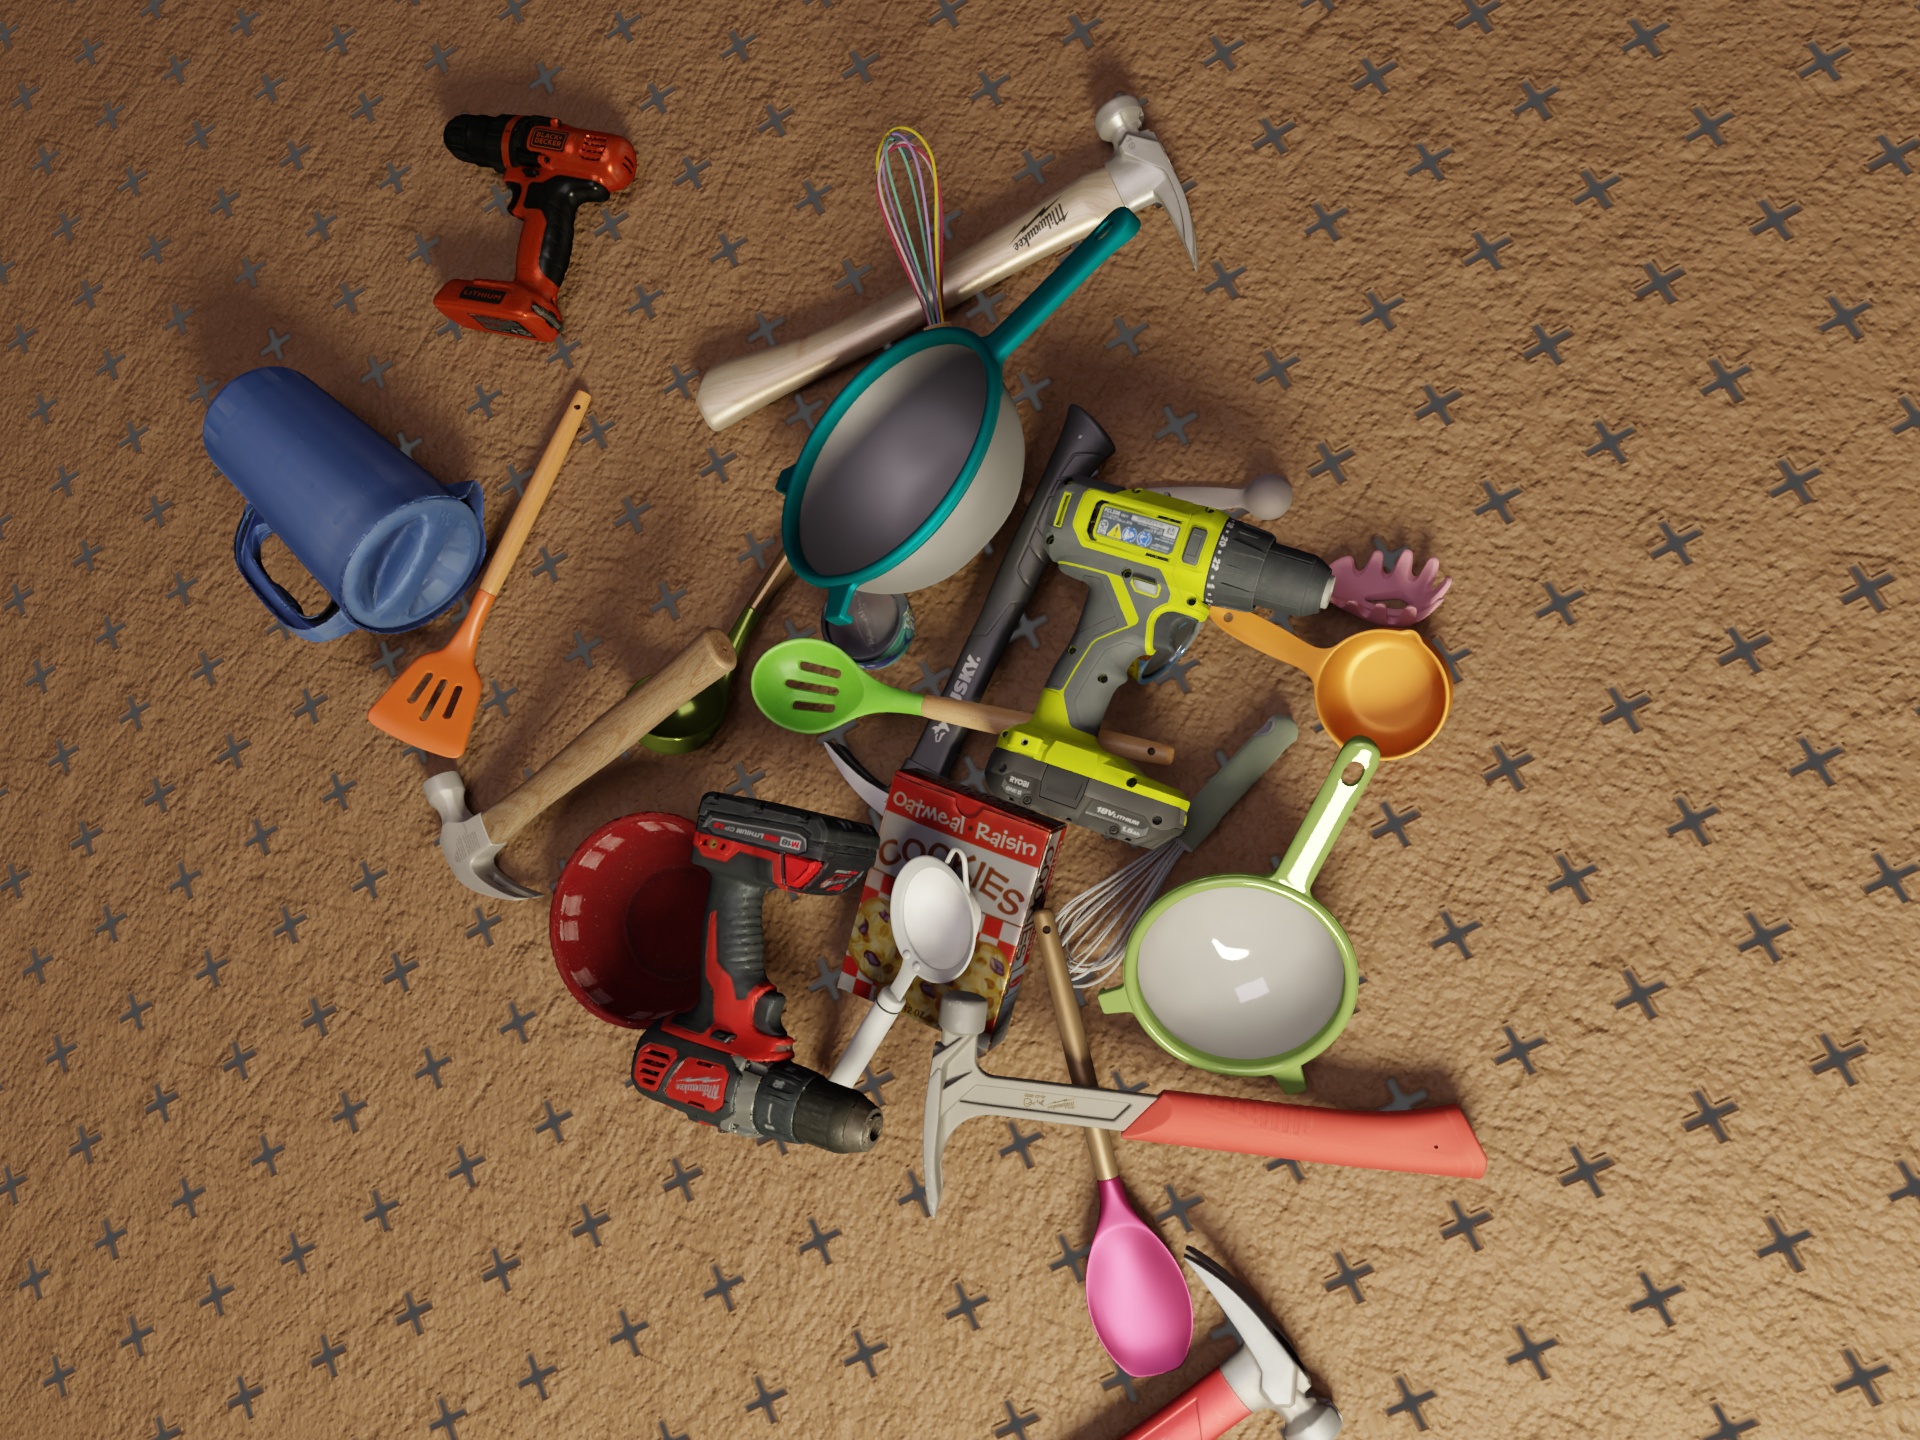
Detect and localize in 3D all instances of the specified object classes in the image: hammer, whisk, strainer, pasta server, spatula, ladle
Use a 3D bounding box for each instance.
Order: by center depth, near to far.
[{"bbox_3d":[0.205,0.111,1.035,0.151,0.069,0.256,24,113,1],"label":"strainer"},{"bbox_3d":[0.155,0.270,1.037,0.359,0.037,0.149,6,95,6],"label":"hammer"},{"bbox_3d":[0.055,0.514,1.050,0.386,0.038,0.143,-40,79,8],"label":"hammer"},{"bbox_3d":[-0.044,0.186,1.101,0.087,0.050,0.258,48,119,34],"label":"strainer"},{"bbox_3d":[0.148,0.090,1.108,0.059,0.058,0.246,43,91,-15],"label":"whisk"},{"bbox_3d":[0.019,-0.212,1.131,0.340,0.095,0.211,-43,40,16],"label":"strainer"},{"bbox_3d":[0.188,-0.124,1.135,0.316,0.040,0.060,20,53,21],"label":"pasta server"},{"bbox_3d":[0.022,-0.074,1.165,0.146,0.035,0.335,26,93,20],"label":"hammer"},{"bbox_3d":[-0.020,-0.318,1.189,0.047,0.051,0.245,-12,102,8],"label":"whisk"},{"bbox_3d":[-0.286,0.031,1.204,0.331,0.031,0.130,-34,74,29],"label":"hammer"},{"bbox_3d":[-0.150,-0.111,1.228,0.078,0.062,0.320,33,88,24],"label":"ladle"},{"bbox_3d":[-0.019,-0.324,1.237,0.410,0.038,0.146,-26,75,11],"label":"hammer"},{"bbox_3d":[-0.378,-0.127,1.307,0.081,0.041,0.322,25,85,-9],"label":"spatula"}]

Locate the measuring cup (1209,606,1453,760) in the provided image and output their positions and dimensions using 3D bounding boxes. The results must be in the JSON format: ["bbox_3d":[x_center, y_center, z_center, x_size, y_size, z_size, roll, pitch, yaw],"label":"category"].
[{"bbox_3d":[0.252,-0.039,1.083,0.174,0.052,0.095,30,108,20],"label":"measuring cup"}]

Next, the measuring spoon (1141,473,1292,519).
[{"bbox_3d":[0.178,-0.163,1.155,0.124,0.018,0.034,0,80,18],"label":"measuring spoon"}]

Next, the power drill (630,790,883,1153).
[{"bbox_3d":[-0.121,0.175,1.087,0.188,0.080,0.227,11,87,27],"label":"power drill"}]

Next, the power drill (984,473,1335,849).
[{"bbox_3d":[0.126,-0.035,1.050,0.190,0.080,0.228,18,88,15],"label":"power drill"}]

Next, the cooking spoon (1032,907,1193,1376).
[{"bbox_3d":[0.094,0.283,1.074,0.069,0.017,0.319,-14,87,6],"label":"cooking spoon"}]

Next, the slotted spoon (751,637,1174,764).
[{"bbox_3d":[-0.002,-0.004,1.134,0.314,0.031,0.070,11,88,17],"label":"slotted spoon"}]
